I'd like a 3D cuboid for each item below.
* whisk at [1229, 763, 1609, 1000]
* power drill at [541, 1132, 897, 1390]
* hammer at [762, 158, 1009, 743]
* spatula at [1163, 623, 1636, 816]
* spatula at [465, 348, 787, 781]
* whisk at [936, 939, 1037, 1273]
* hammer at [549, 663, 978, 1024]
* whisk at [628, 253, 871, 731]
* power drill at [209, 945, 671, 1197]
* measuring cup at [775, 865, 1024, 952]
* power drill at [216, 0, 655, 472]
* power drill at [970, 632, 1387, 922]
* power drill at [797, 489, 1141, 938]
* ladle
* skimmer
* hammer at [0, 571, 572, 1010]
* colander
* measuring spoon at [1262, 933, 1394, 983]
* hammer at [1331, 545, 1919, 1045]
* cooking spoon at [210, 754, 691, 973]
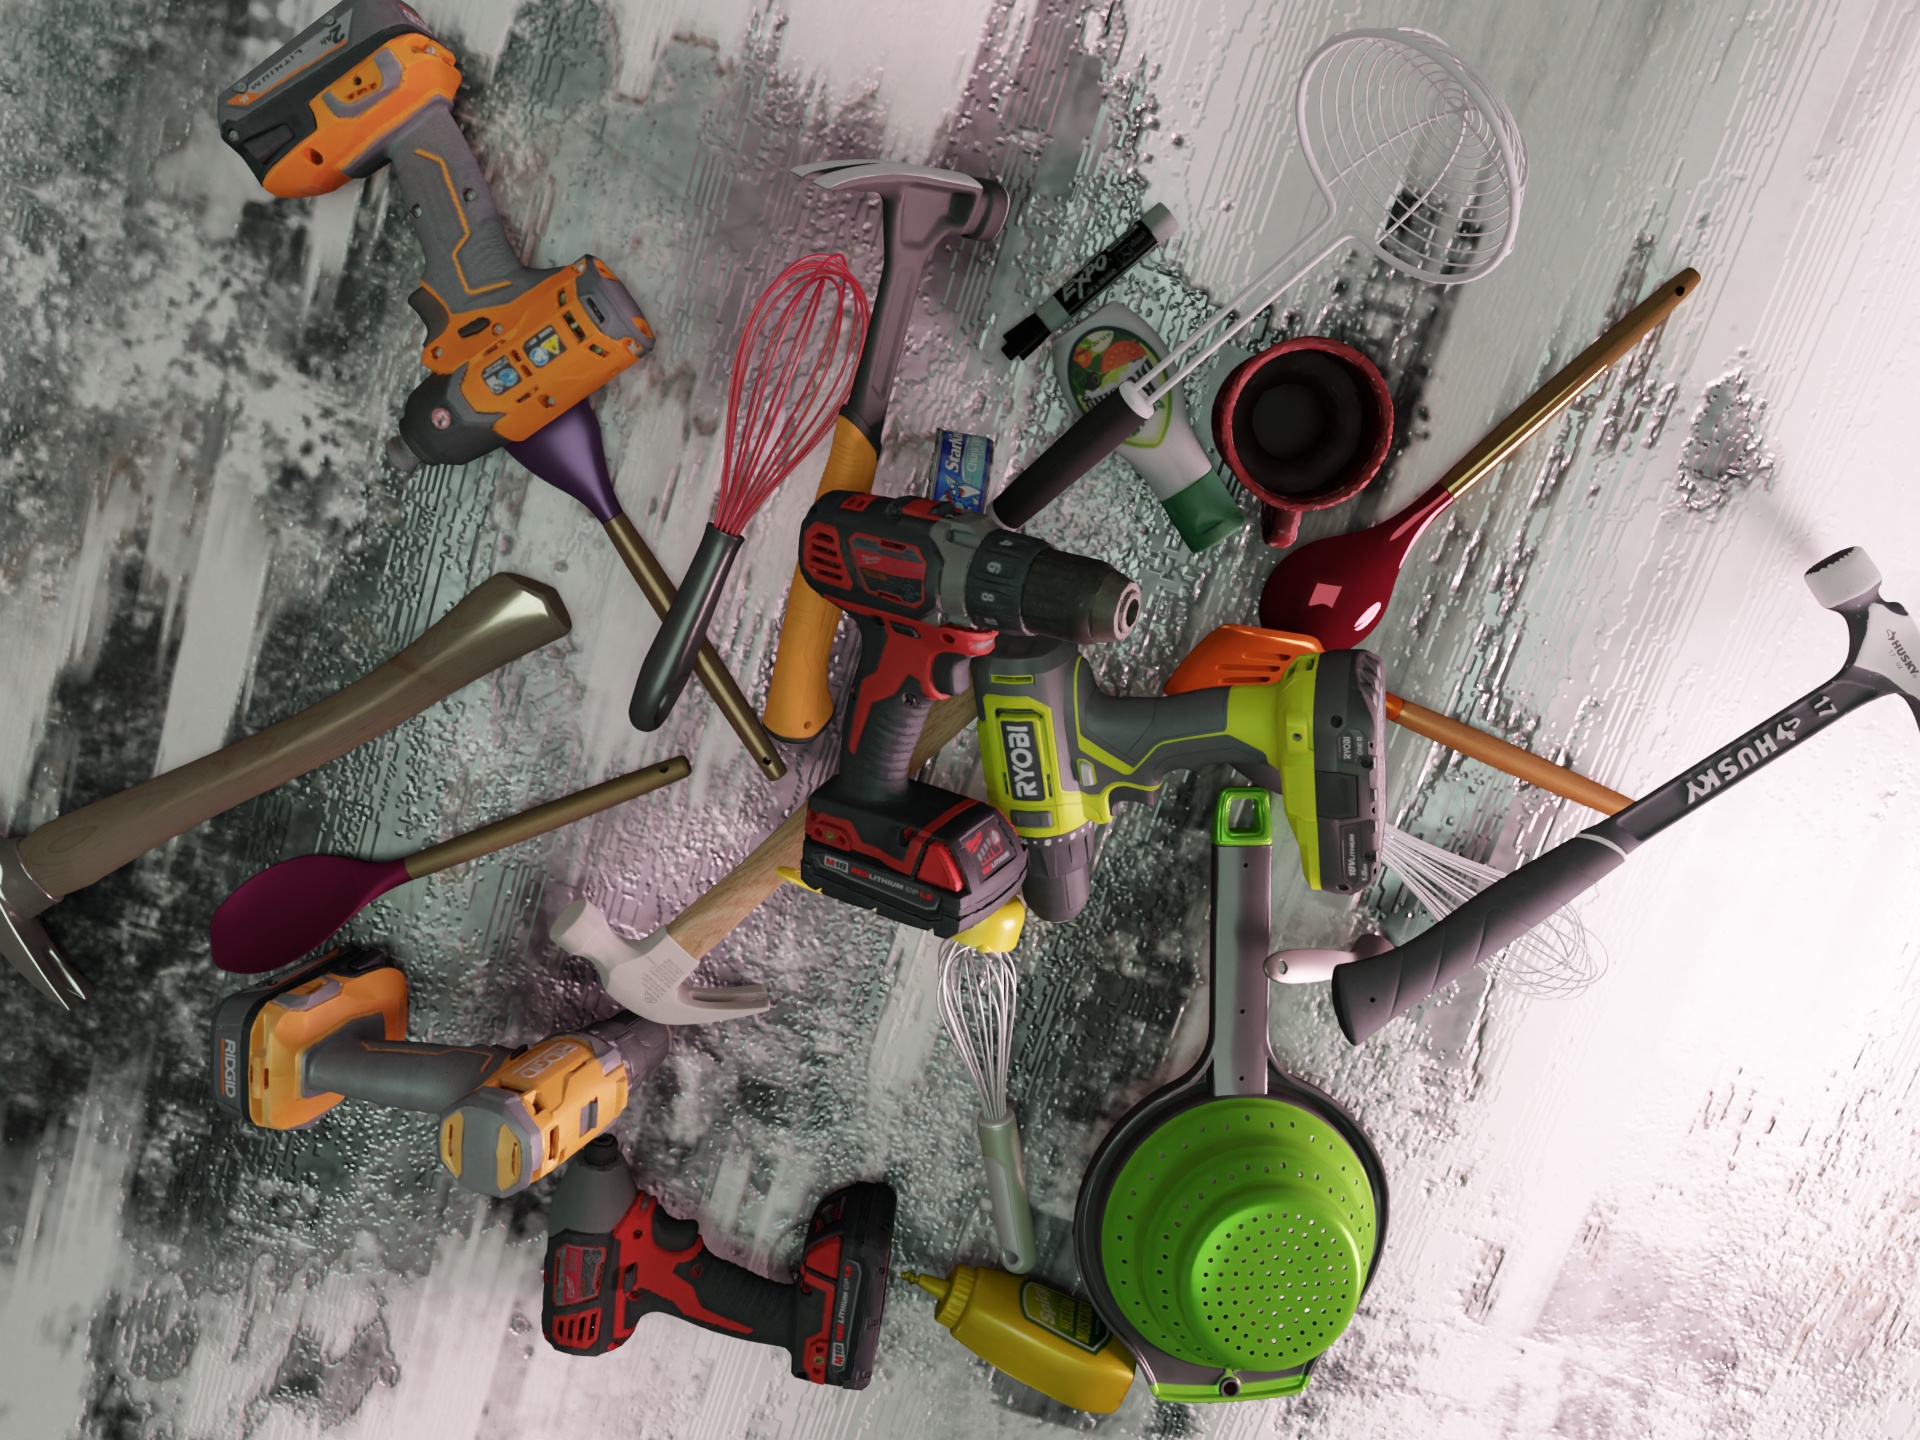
[{"bbox_3d":[0.268,0.082,0.963,0.284,0.070,0.070,34,101,-3],"label":"whisk"},{"bbox_3d":[-0.156,0.342,1.017,0.219,0.078,0.143,7,102,2],"label":"power drill"},{"bbox_3d":[-0.067,-0.137,0.881,0.127,0.034,0.336,-9,125,-42],"label":"hammer"},{"bbox_3d":[0.281,0.010,0.951,0.322,0.041,0.081,22,146,-8],"label":"spatula"},{"bbox_3d":[-0.194,-0.097,0.944,0.060,0.018,0.316,-31,100,7],"label":"spatula"},{"bbox_3d":[0.021,0.244,1.007,0.058,0.059,0.246,5,112,39],"label":"whisk"},{"bbox_3d":[-0.083,0.062,0.963,0.331,0.031,0.130,-41,115,5],"label":"hammer"},{"bbox_3d":[-0.126,-0.126,0.907,0.073,0.073,0.296,24,101,-5],"label":"whisk"},{"bbox_3d":[-0.301,0.200,0.954,0.226,0.185,0.084,10,104,18],"label":"power drill"},{"bbox_3d":[-0.033,0.101,0.951,0.156,0.062,0.029,18,105,-17],"label":"measuring cup"},{"bbox_3d":[-0.297,-0.256,0.872,0.164,0.084,0.226,-33,99,8],"label":"power drill"},{"bbox_3d":[0.124,0.038,0.910,0.228,0.080,0.190,1,120,19],"label":"power drill"},{"bbox_3d":[-0.001,-0.003,0.849,0.188,0.080,0.226,16,116,27],"label":"power drill"},{"bbox_3d":[0.303,-0.150,0.925,0.315,0.031,0.069,-42,100,7],"label":"ladle"},{"bbox_3d":[0.121,-0.192,0.803,0.127,0.090,0.363,50,127,-3],"label":"skimmer"},{"bbox_3d":[-0.417,0.032,0.966,0.410,0.038,0.146,-26,103,6],"label":"hammer"},{"bbox_3d":[0.177,0.241,0.957,0.204,0.094,0.397,-1,96,-6],"label":"colander"},{"bbox_3d":[0.227,0.146,0.958,0.124,0.018,0.034,4,74,-40],"label":"measuring spoon"},{"bbox_3d":[0.390,0.067,0.922,0.409,0.036,0.149,-32,88,-2],"label":"hammer"},{"bbox_3d":[-0.315,0.083,0.980,0.319,0.017,0.069,-21,63,3],"label":"cooking spoon"}]
